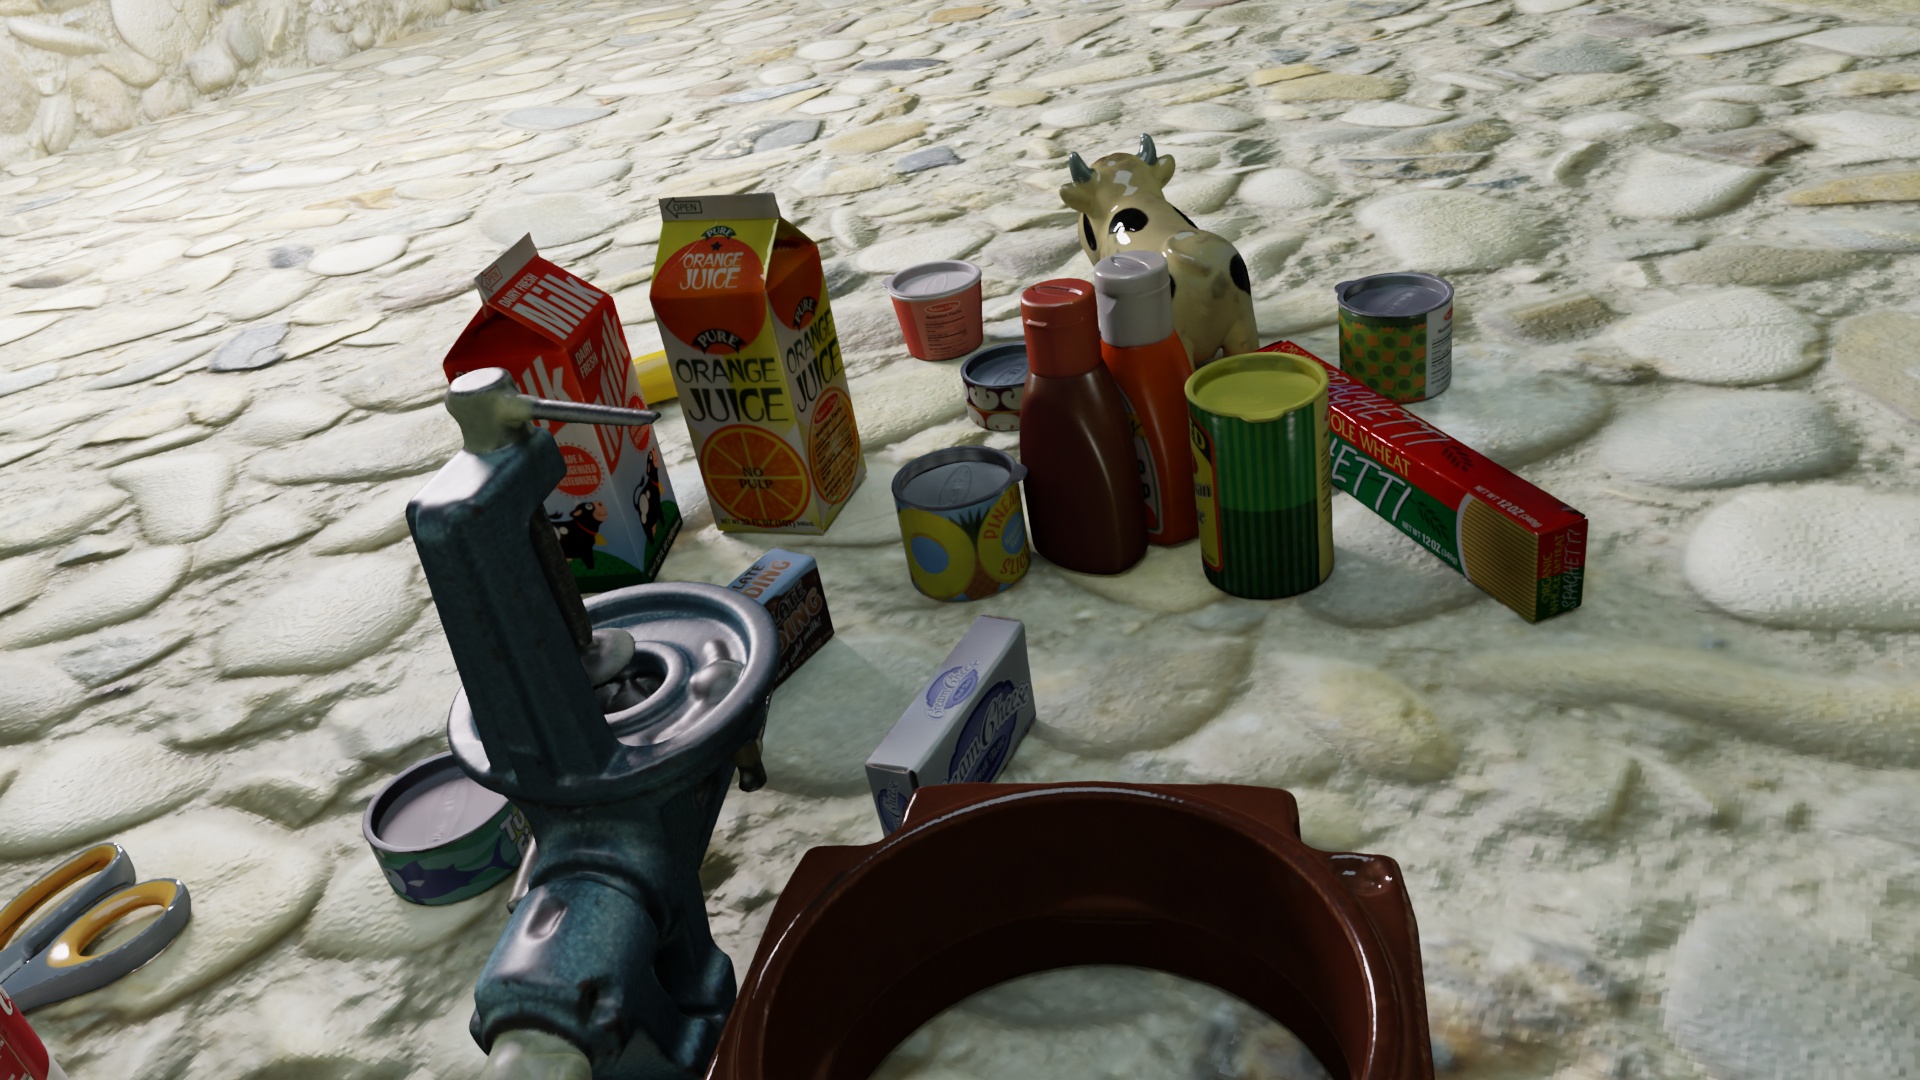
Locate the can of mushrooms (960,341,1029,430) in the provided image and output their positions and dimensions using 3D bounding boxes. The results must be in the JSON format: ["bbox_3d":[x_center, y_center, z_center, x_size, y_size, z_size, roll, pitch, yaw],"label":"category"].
[{"bbox_3d":[0.037,-0.099,0.889,0.071,0.033,0.071,-8,31,5],"label":"can of mushrooms"}]

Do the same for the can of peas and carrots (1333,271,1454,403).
[{"bbox_3d":[0.259,-0.122,0.834,0.071,0.058,0.071,-8,31,5],"label":"can of peas and carrots"}]

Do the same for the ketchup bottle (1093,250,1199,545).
[{"bbox_3d":[0.095,-0.073,0.715,0.044,0.148,0.065,-25,33,-23],"label":"ketchup bottle"}]

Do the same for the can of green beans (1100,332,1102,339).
[{"bbox_3d":[0.086,-0.084,0.825,0.071,0.057,0.071,-8,31,5],"label":"can of green beans"}]

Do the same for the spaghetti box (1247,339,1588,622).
[{"bbox_3d":[0.223,-0.040,0.717,0.029,0.050,0.251,-18,31,-13],"label":"spaghetti box"}]

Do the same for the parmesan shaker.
[{"bbox_3d":[0.145,-0.029,0.671,0.071,0.102,0.071,-8,30,5],"label":"parmesan shaker"}]

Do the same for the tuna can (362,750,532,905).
[{"bbox_3d":[-0.216,0.122,0.599,0.071,0.032,0.071,-8,31,5],"label":"tuna can"}]

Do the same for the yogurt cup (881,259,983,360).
[{"bbox_3d":[-0.015,-0.164,0.993,0.072,0.053,0.073,-8,31,5],"label":"yogurt cup"}]

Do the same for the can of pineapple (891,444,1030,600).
[{"bbox_3d":[0.003,-0.009,0.725,0.071,0.057,0.071,-8,31,5],"label":"can of pineapple"}]

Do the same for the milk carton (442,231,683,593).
[{"bbox_3d":[-0.220,-0.068,0.762,0.073,0.189,0.073,-4,31,11],"label":"milk carton"}]

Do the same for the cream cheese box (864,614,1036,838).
[{"bbox_3d":[-0.001,0.082,0.579,0.024,0.053,0.104,7,35,27],"label":"cream cheese box"}]

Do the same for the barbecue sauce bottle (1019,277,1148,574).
[{"bbox_3d":[0.057,-0.056,0.698,0.065,0.147,0.044,17,40,38],"label":"barbecue sauce bottle"}]

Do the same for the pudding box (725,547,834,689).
[{"bbox_3d":[-0.101,0.046,0.674,0.030,0.049,0.084,11,37,32],"label":"pudding box"}]

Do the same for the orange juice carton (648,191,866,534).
[{"bbox_3d":[-0.115,-0.103,0.787,0.072,0.191,0.073,2,32,20],"label":"orange juice carton"}]
